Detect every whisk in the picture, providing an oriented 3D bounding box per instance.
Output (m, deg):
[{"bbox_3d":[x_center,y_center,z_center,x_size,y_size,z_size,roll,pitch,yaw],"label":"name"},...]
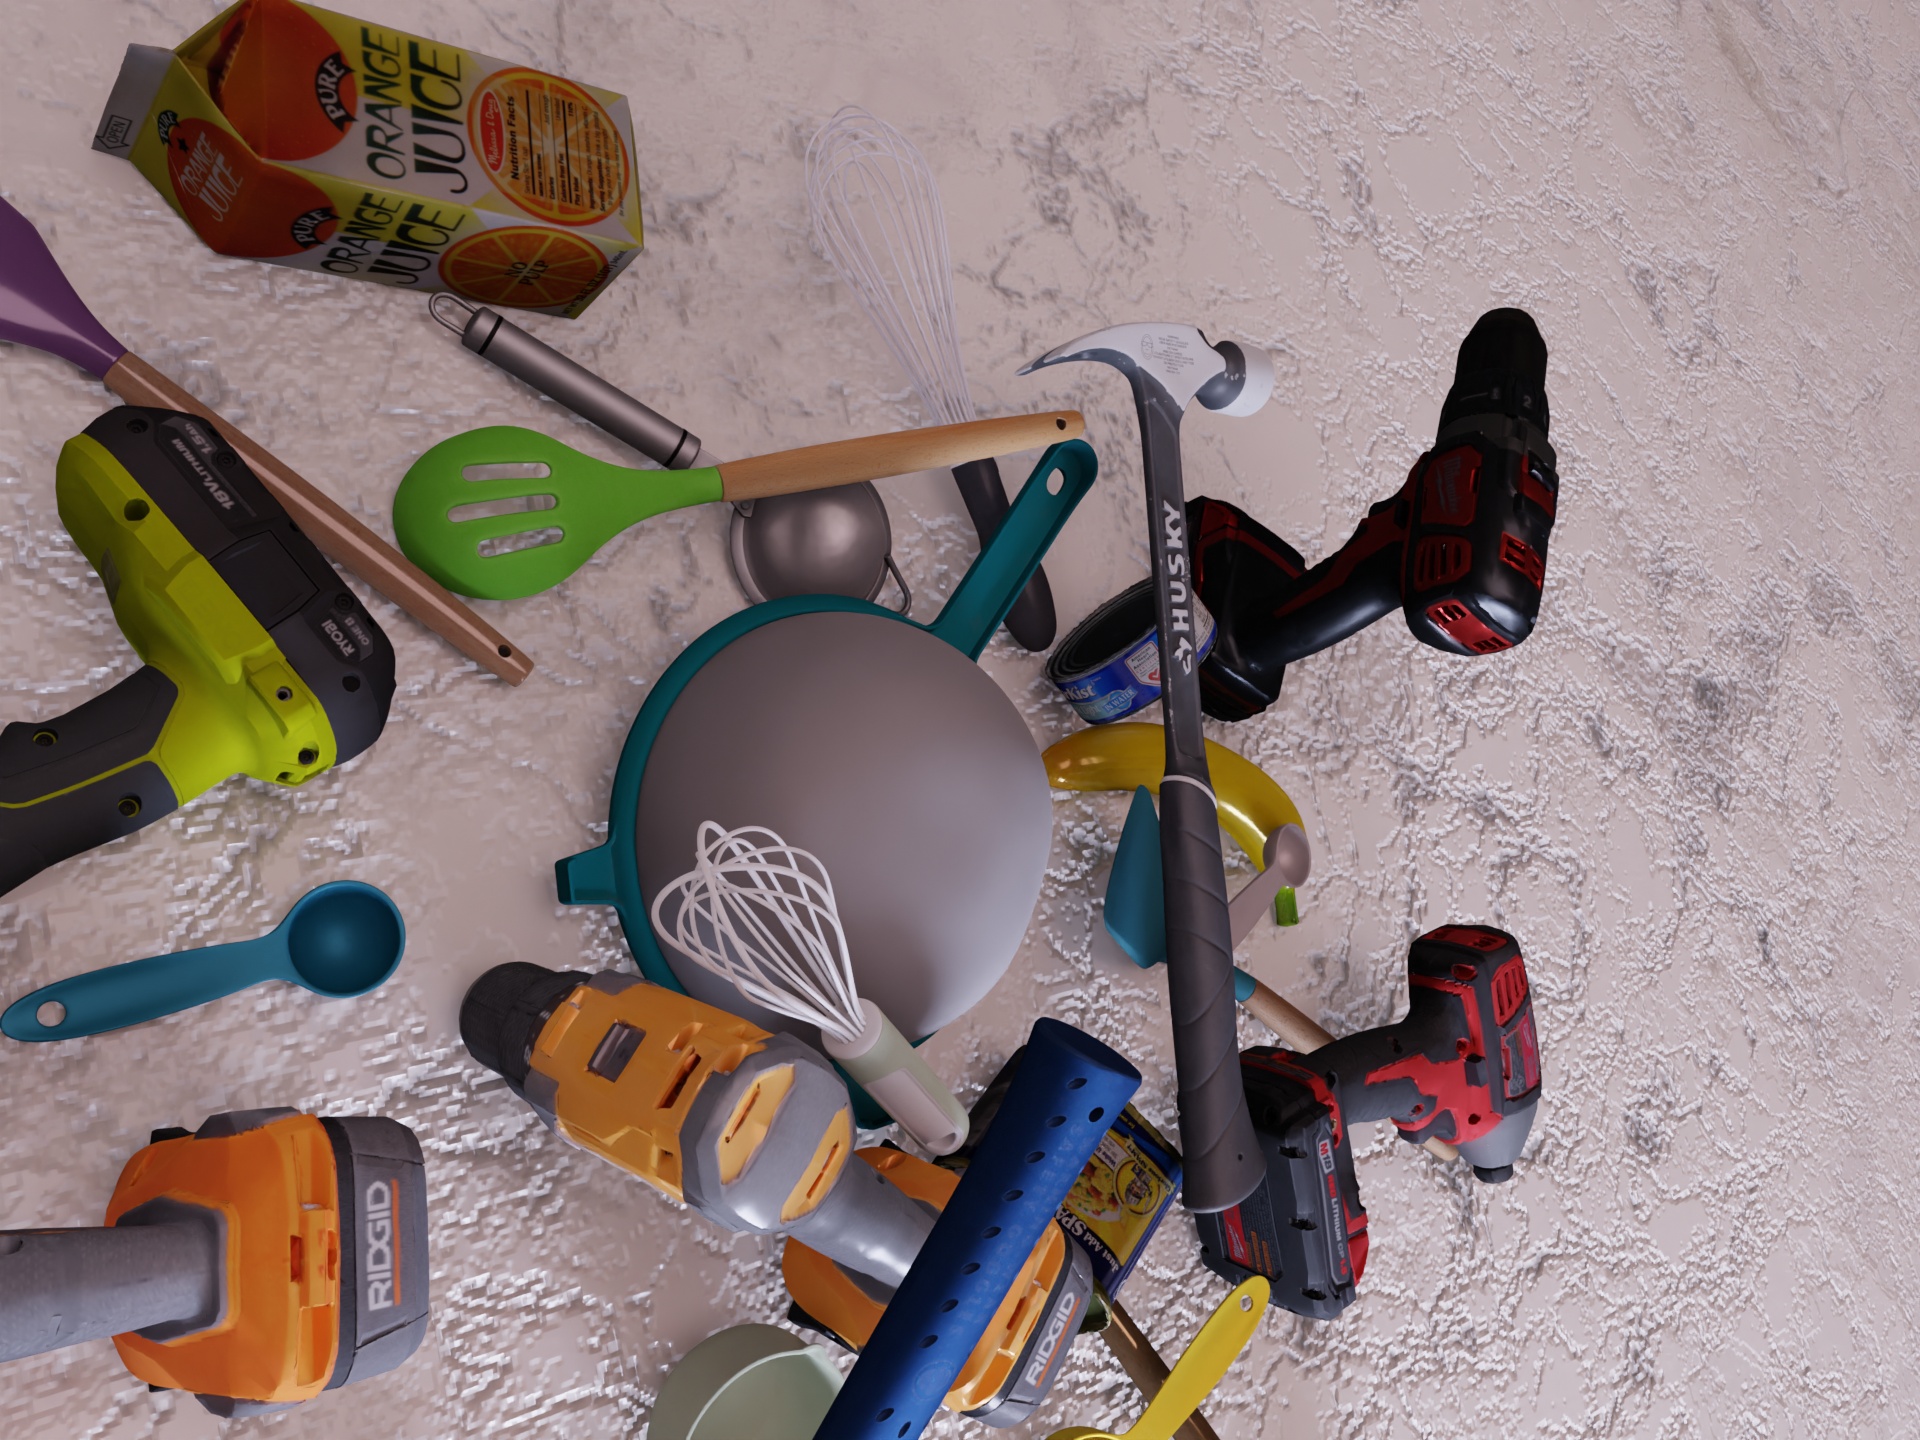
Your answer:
[{"bbox_3d":[-0.008,-0.167,0.795,0.070,0.070,0.284,-27,98,-39],"label":"whisk"},{"bbox_3d":[-0.043,0.111,0.586,0.246,0.058,0.059,60,7,-51],"label":"whisk"}]

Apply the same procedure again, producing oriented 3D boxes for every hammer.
[{"bbox_3d":[0.101,0.014,0.729,0.149,0.036,0.409,2,81,-40],"label":"hammer"},{"bbox_3d":[-0.056,0.280,0.510,0.144,0.035,0.405,29,92,-34],"label":"hammer"}]

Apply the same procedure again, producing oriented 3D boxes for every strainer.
[{"bbox_3d":[-0.001,-0.002,0.690,0.210,0.095,0.340,44,64,-26],"label":"strainer"},{"bbox_3d":[-0.117,-0.114,0.707,0.258,0.050,0.087,30,74,-23],"label":"strainer"}]

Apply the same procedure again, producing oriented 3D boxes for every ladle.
[{"bbox_3d":[0.134,0.381,0.755,0.078,0.062,0.320,-38,93,-37],"label":"ladle"}]

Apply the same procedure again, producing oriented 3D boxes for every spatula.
[{"bbox_3d":[-0.289,-0.111,0.585,0.315,0.018,0.060,40,58,-20],"label":"spatula"},{"bbox_3d":[0.176,0.156,0.846,0.317,0.044,0.082,39,51,-24],"label":"spatula"}]

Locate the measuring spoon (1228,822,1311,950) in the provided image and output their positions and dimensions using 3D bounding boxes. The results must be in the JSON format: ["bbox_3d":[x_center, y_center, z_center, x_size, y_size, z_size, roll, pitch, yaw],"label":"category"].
[{"bbox_3d":[0.144,0.093,0.816,0.124,0.018,0.034,-38,111,-41],"label":"measuring spoon"}]

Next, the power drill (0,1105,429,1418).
[{"bbox_3d":[-0.285,0.159,0.435,0.226,0.164,0.084,8,71,-49],"label":"power drill"}]

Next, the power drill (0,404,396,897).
[{"bbox_3d":[-0.311,0.002,0.498,0.171,0.080,0.223,52,55,-8],"label":"power drill"}]

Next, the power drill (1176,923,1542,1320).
[{"bbox_3d":[0.219,0.205,0.817,0.219,0.079,0.143,-20,105,-35],"label":"power drill"}]

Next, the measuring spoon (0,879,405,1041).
[{"bbox_3d":[-0.260,0.088,0.553,0.128,0.021,0.042,-13,85,-30],"label":"measuring spoon"}]

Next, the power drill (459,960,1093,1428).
[{"bbox_3d":[-0.074,0.166,0.592,0.226,0.185,0.084,48,63,-38],"label":"power drill"}]

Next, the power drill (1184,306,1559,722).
[{"bbox_3d":[0.207,-0.103,0.828,0.080,0.227,0.188,30,60,-27],"label":"power drill"}]

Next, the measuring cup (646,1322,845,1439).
[{"bbox_3d":[-0.055,0.289,0.634,0.167,0.038,0.083,36,76,-39],"label":"measuring cup"}]

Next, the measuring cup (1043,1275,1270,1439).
[{"bbox_3d":[0.086,0.311,0.721,0.156,0.029,0.062,-42,96,-26],"label":"measuring cup"}]

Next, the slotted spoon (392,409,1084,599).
[{"bbox_3d":[-0.081,-0.108,0.687,0.313,0.031,0.070,-14,93,-25],"label":"slotted spoon"}]
